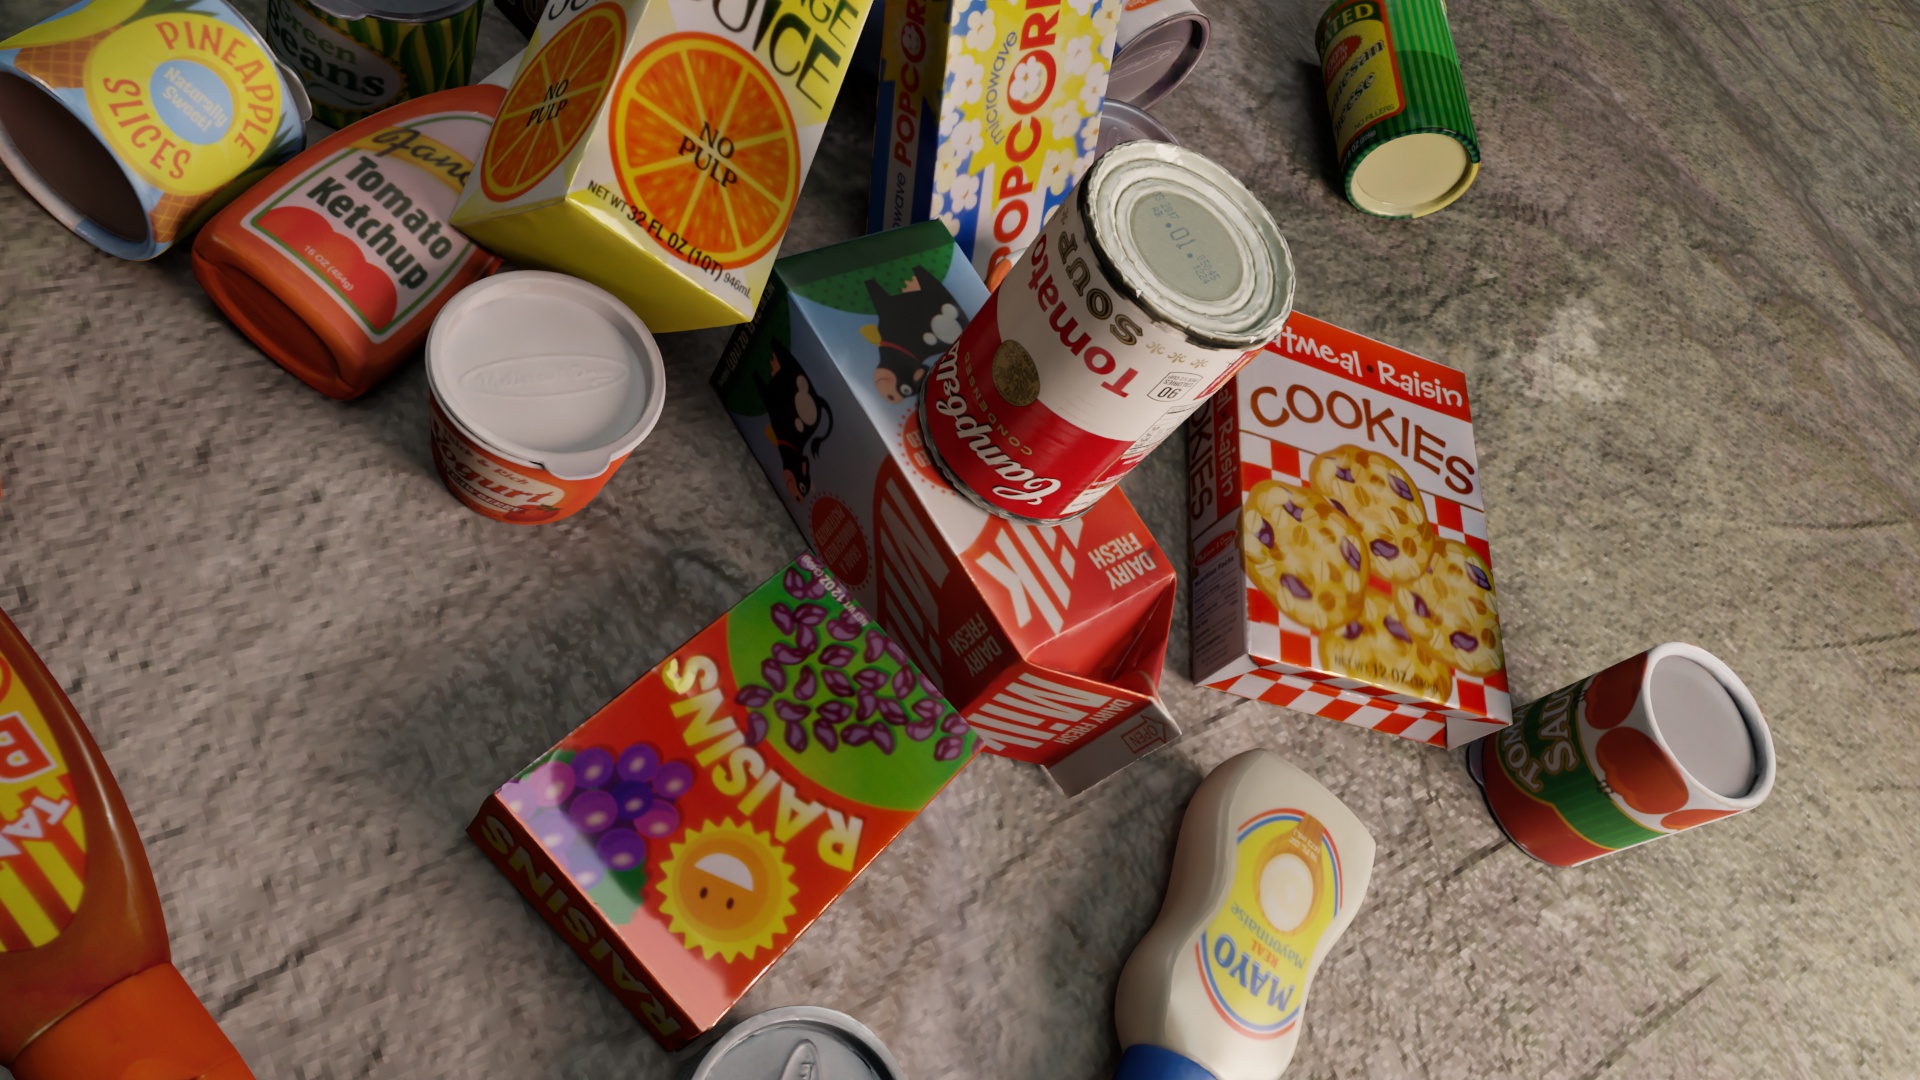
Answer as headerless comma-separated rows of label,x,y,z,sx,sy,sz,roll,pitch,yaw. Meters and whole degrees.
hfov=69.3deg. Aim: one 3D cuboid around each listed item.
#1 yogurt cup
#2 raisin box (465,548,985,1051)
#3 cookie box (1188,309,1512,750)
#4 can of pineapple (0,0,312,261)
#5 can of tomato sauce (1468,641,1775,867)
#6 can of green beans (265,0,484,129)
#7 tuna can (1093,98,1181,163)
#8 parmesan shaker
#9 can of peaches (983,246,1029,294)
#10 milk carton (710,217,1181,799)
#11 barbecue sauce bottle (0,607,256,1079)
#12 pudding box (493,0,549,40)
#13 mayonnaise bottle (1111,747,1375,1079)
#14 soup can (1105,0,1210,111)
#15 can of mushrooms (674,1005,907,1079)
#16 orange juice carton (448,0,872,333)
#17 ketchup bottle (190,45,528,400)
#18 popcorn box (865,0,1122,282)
yogurt cup,-0.130,-0.040,0.424,0.072,0.053,0.073,13,59,-21
raisin box,-0.064,0.072,0.406,0.086,0.040,0.124,48,52,2
cookie box,0.153,-0.010,0.564,0.123,0.040,0.168,16,59,-20
can of pineapple,-0.237,-0.124,0.405,0.071,0.070,0.058,38,54,-5
can of tomato sauce,0.254,0.083,0.537,0.071,0.082,0.071,13,59,-22
can of green beans,-0.195,-0.178,0.464,0.071,0.057,0.071,13,59,-22
tuna can,0.068,-0.155,0.603,0.071,0.032,0.071,12,59,-21
parmesan shaker,0.219,-0.223,0.696,0.071,0.071,0.103,12,59,-22
can of peaches,0.028,-0.065,0.517,0.071,0.057,0.071,13,58,-21
milk carton,0.002,-0.006,0.462,0.074,0.072,0.191,-24,77,-35
barbecue sauce bottle,-0.219,0.079,0.318,0.065,0.043,0.148,-35,83,-38
pudding box,-0.130,-0.191,0.510,0.084,0.049,0.030,47,54,3
mayonnaise bottle,0.084,0.140,0.443,0.065,0.041,0.149,39,52,-5
soup can,0.060,-0.238,0.626,0.071,0.071,0.084,-24,72,-35
can of mushrooms,-0.045,0.161,0.370,0.071,0.033,0.071,13,58,-21
orange juice carton,-0.082,-0.168,0.447,0.071,0.073,0.193,32,70,-42
ketchup bottle,-0.169,-0.113,0.449,0.064,0.043,0.149,45,51,-17
popcorn box,0.011,-0.160,0.520,0.085,0.126,0.038,-22,47,-34
